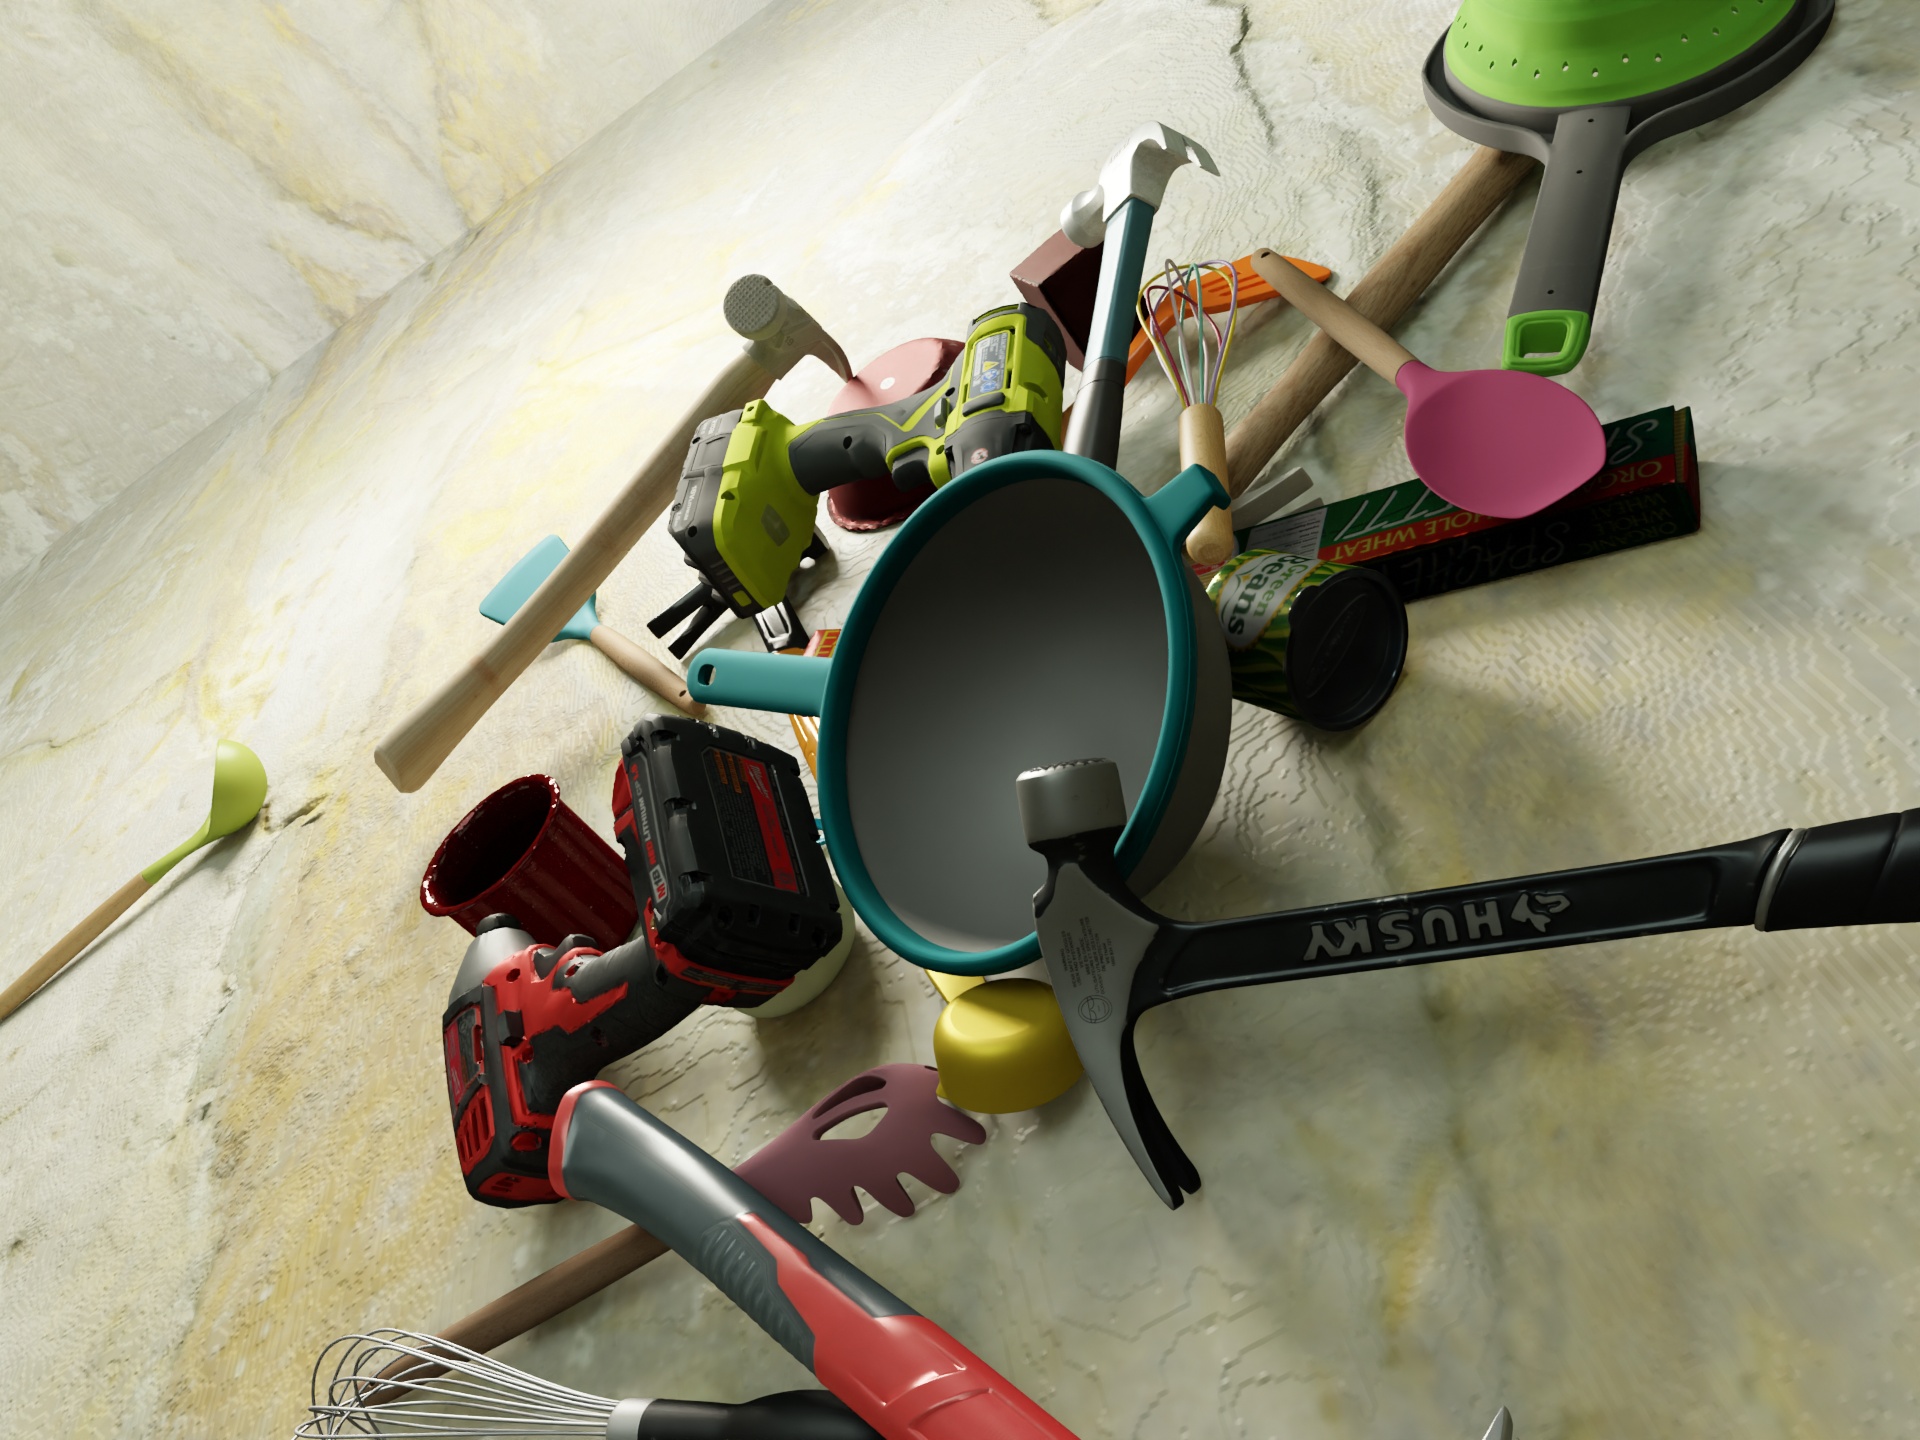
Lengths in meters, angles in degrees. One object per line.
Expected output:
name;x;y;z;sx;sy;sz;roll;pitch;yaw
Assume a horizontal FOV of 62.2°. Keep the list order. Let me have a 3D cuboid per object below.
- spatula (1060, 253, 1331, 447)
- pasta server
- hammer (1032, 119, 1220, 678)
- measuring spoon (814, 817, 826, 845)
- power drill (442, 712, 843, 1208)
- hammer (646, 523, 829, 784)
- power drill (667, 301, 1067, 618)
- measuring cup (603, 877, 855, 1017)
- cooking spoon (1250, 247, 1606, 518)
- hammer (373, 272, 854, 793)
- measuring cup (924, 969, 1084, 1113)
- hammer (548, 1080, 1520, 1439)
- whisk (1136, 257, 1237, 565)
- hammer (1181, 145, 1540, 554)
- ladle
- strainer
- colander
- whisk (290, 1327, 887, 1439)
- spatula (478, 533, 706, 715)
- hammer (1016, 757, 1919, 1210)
spatula;0.075;-0.171;0.926;0.322;0.041;0.081;-44;33;-1
pasta server;-0.129;0.219;0.649;0.316;0.040;0.060;-32;33;18
hammer;0.071;-0.165;0.809;0.128;0.033;0.331;-32;43;59
measuring spoon;-0.114;0.068;0.831;0.128;0.021;0.042;-6;43;28
power drill;-0.157;0.103;0.705;0.219;0.078;0.143;-44;47;27
hammer;-0.096;-0.020;0.898;0.127;0.034;0.337;-37;32;2
power drill;-0.049;-0.142;0.909;0.223;0.080;0.171;-15;45;23
measuring cup;-0.120;0.115;0.756;0.167;0.038;0.083;-21;37;31
cooking spoon;0.199;-0.170;0.743;0.069;0.017;0.319;-33;34;7
hammer;-0.232;-0.108;1.040;0.410;0.146;0.038;-46;73;7
measuring cup;0.002;0.103;0.642;0.062;0.029;0.157;-17;25;-12
hammer;-0.017;0.192;0.514;0.143;0.038;0.387;-44;37;-23
whisk;0.115;-0.161;0.793;0.051;0.047;0.245;114;166;-44
hammer;0.200;-0.196;0.822;0.331;0.031;0.130;-48;33;-14
ladle;-0.678;0.136;1.269;0.320;0.062;0.078;-41;32;2
strainer;-0.001;-0.002;0.704;0.340;0.095;0.211;7;84;51
colander;0.311;-0.329;0.783;0.204;0.094;0.397;4;53;29
whisk;-0.142;0.262;0.585;0.284;0.070;0.070;-11;41;28
spatula;-0.246;-0.058;1.085;0.082;0.044;0.318;-48;34;-10
hammer;0.213;0.054;0.455;0.409;0.036;0.149;-11;86;25
